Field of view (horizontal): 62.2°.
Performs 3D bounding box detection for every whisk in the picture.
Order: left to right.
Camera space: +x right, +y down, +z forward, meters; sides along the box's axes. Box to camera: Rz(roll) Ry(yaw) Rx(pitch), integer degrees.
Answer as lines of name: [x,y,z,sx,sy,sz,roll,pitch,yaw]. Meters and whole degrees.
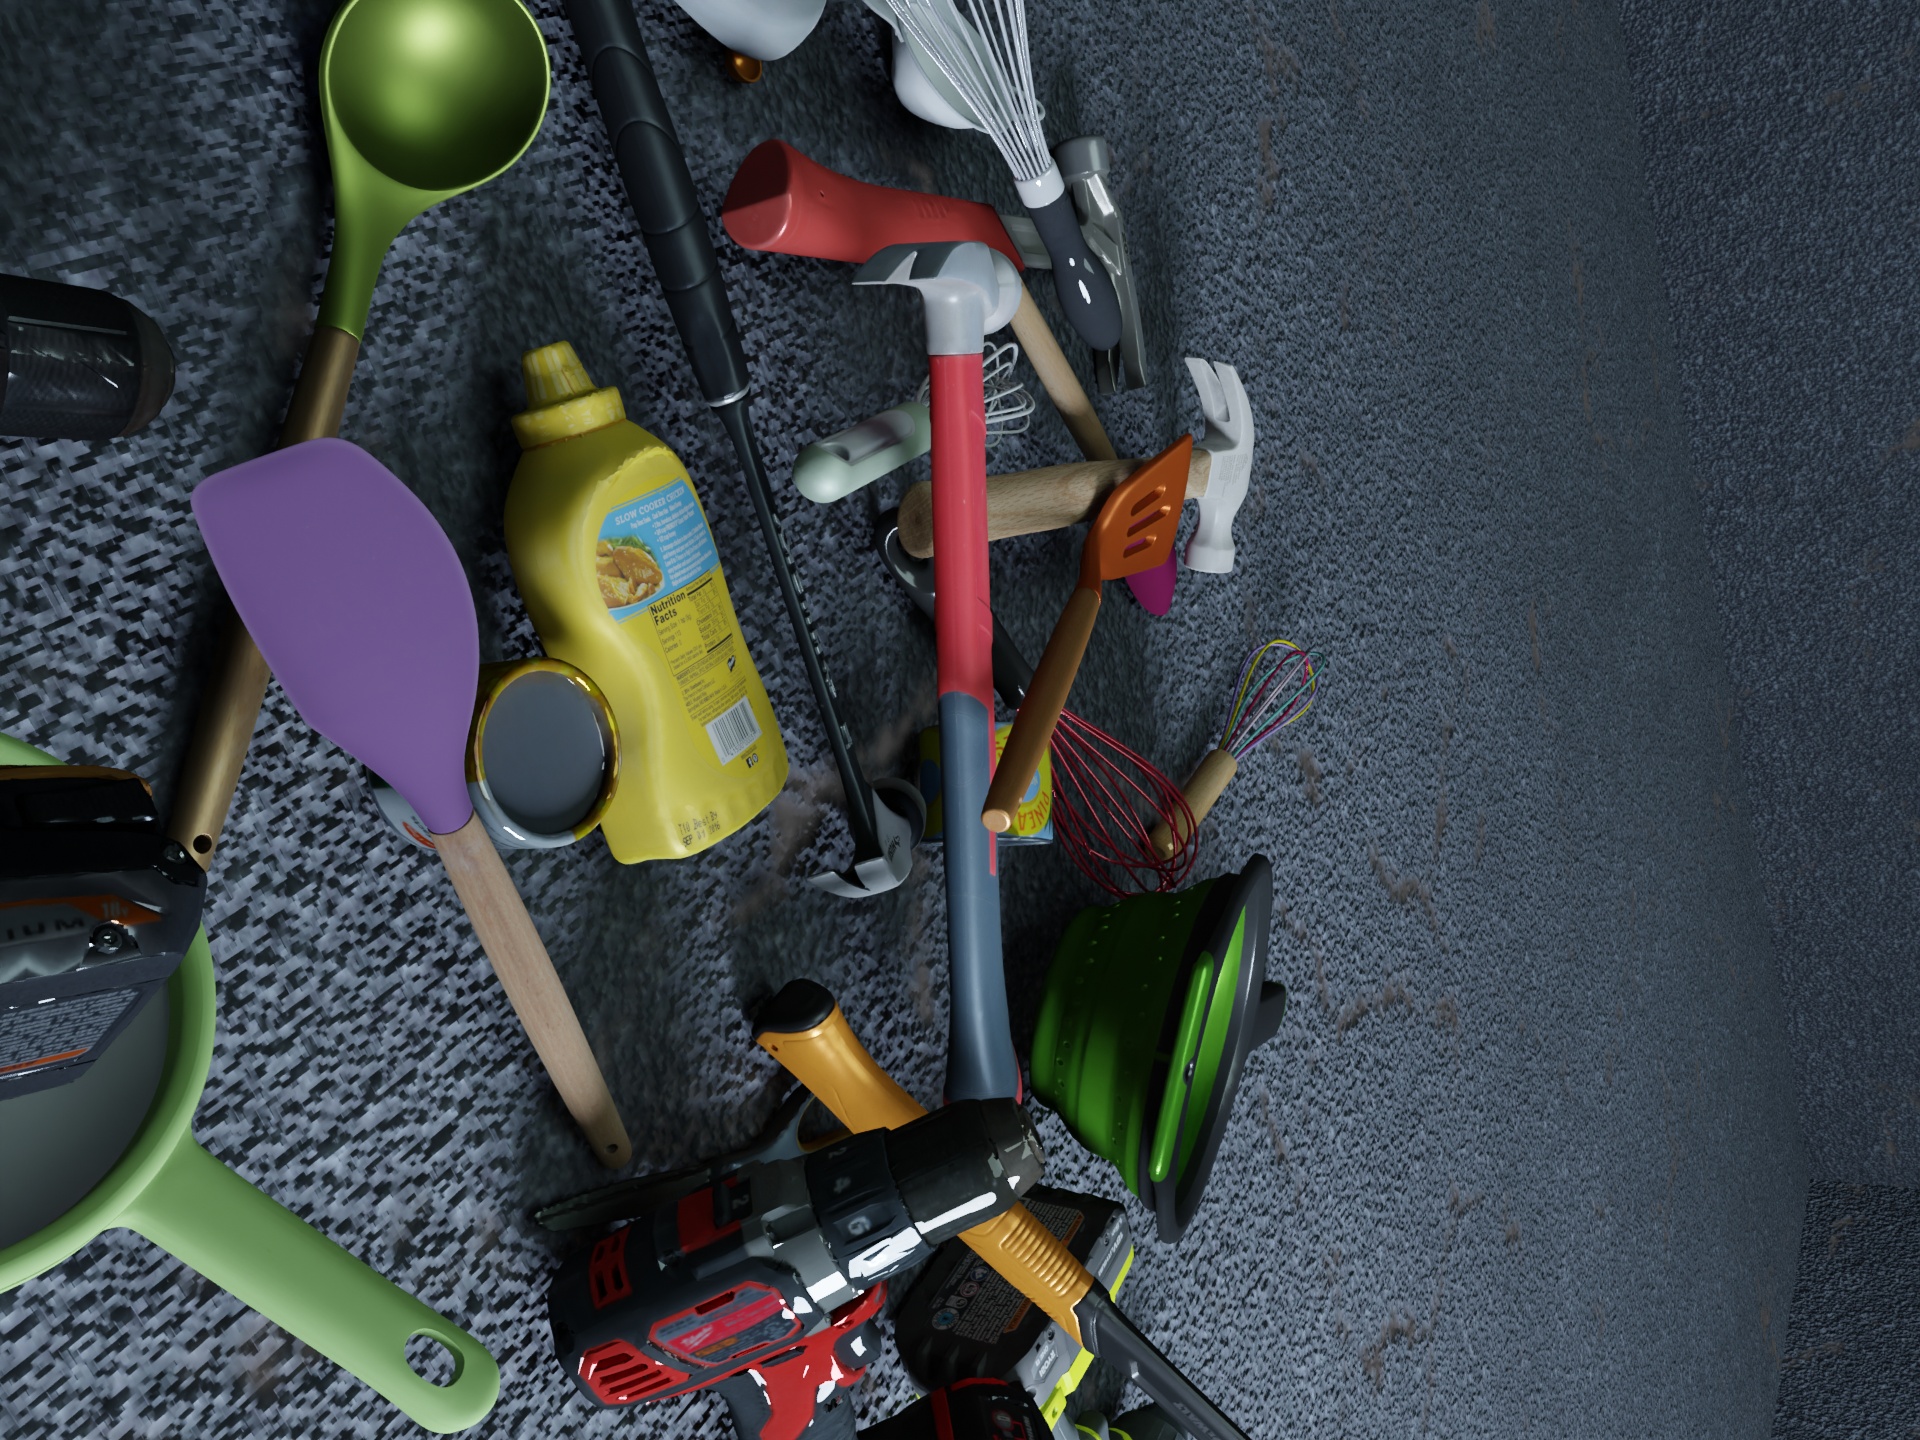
whisk: [-0.018,-0.138,0.741,0.059,0.058,0.246,-62,172,27]
whisk: [0.026,-0.287,0.771,0.284,0.070,0.070,57,44,-45]
whisk: [0.043,-0.001,0.841,0.295,0.073,0.073,51,48,-31]
whisk: [0.185,0.018,1.050,0.245,0.051,0.047,-47,129,-42]

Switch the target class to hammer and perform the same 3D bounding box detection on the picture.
hammer: [-0.092,-0.118,0.650,0.149,0.036,0.409,-78,151,-79]
hammer: [-0.001,-0.002,0.675,0.143,0.038,0.386,-46,136,-70]
hammer: [0.004,-0.237,0.809,0.359,0.037,0.149,-23,105,-58]
hammer: [0.037,0.240,0.681,0.337,0.127,0.034,44,51,3]
hammer: [0.076,-0.127,0.857,0.331,0.031,0.130,-19,121,-53]

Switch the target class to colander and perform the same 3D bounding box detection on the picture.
colander: [0.121,0.169,0.917,0.397,0.094,0.204,18,85,-71]

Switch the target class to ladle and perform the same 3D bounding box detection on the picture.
ladle: [-0.202,-0.102,0.514,0.078,0.062,0.320,27,67,-50]

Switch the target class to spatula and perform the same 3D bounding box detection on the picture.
spatula: [-0.154,0.049,0.515,0.060,0.018,0.315,-22,131,-14]
spatula: [0.064,-0.044,0.760,0.323,0.041,0.081,-64,165,-53]

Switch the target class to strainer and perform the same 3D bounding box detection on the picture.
strainer: [-0.231,0.109,0.397,0.256,0.069,0.152,44,37,-18]
strainer: [-0.050,-0.348,0.755,0.258,0.050,0.087,25,49,-50]

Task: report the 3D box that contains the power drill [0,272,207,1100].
power drill: [-0.250,-0.027,0.363,0.185,0.084,0.226,-6,62,-53]

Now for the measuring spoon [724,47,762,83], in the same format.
measuring spoon: [-0.093,-0.339,0.732,0.021,0.011,0.117,33,57,-44]

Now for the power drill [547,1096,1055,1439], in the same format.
power drill: [-0.027,0.251,0.620,0.080,0.188,0.226,-112,176,-60]

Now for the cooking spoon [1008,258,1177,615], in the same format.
cooking spoon: [0.078,-0.152,0.897,0.318,0.017,0.069,48,49,-55]

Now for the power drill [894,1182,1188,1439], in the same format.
power drill: [0.056,0.354,0.808,0.171,0.080,0.223,-44,125,-46]
